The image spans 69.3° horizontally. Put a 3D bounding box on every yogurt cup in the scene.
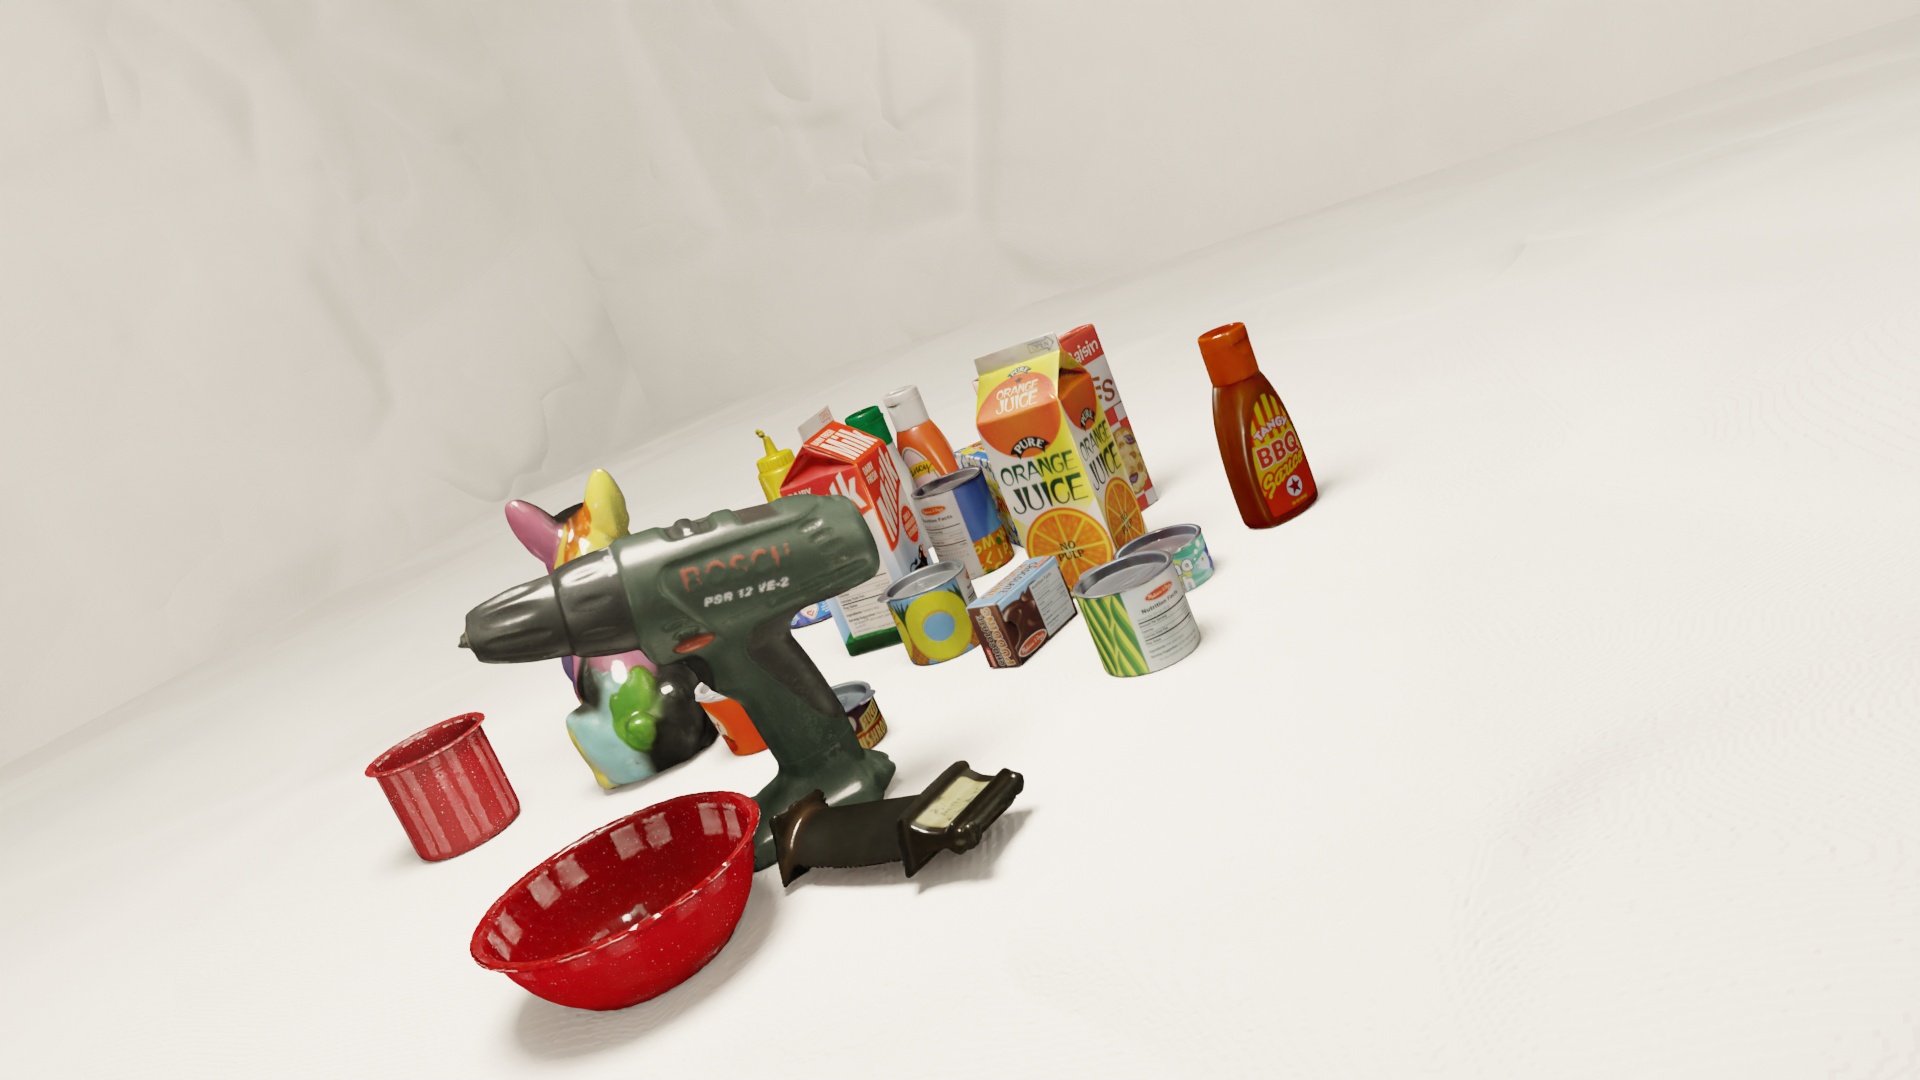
[{"bbox_3d":[-0.151,0.120,1.008,0.072,0.054,0.072,-21,14,5],"label":"yogurt cup"}]

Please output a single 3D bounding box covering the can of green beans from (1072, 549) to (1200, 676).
[{"bbox_3d":[0.112,0.046,0.878,0.071,0.057,0.071,-21,14,5],"label":"can of green beans"}]

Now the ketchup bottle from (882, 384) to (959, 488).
[{"bbox_3d":[-0.034,-0.082,1.392,0.064,0.148,0.044,-11,18,40],"label":"ketchup bottle"}]

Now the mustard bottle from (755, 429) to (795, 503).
[{"bbox_3d":[-0.173,-0.043,1.432,0.049,0.160,0.065,-26,14,-16],"label":"mustard bottle"}]

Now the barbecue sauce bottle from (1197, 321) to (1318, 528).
[{"bbox_3d":[0.216,-0.087,1.031,0.065,0.148,0.043,-30,15,-29],"label":"barbecue sauce bottle"}]

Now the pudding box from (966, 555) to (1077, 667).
[{"bbox_3d":[0.045,0.049,0.983,0.030,0.049,0.084,-11,18,40],"label":"pudding box"}]

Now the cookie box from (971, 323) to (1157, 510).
[{"bbox_3d":[0.091,-0.083,1.167,0.123,0.167,0.040,-33,17,-38],"label":"cookie box"}]

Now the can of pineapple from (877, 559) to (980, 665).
[{"bbox_3d":[-0.019,0.055,1.044,0.071,0.057,0.071,-21,14,5],"label":"can of pineapple"}]

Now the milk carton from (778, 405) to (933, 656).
[{"bbox_3d":[-0.083,-0.012,1.116,0.073,0.190,0.072,-17,14,20],"label":"milk carton"}]

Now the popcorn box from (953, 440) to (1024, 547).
[{"bbox_3d":[0.042,-0.045,1.270,0.038,0.085,0.127,-25,14,-13],"label":"popcorn box"}]

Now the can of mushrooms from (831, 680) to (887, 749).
[{"bbox_3d":[-0.083,0.124,0.930,0.071,0.033,0.071,-21,14,5],"label":"can of mushrooms"}]

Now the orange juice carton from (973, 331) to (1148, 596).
[{"bbox_3d":[0.073,-0.058,1.045,0.071,0.192,0.073,-14,15,29],"label":"orange juice carton"}]

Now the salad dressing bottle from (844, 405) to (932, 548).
[{"bbox_3d":[-0.069,-0.058,1.357,0.044,0.147,0.064,-22,13,-1],"label":"salad dressing bottle"}]

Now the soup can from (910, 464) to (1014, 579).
[{"bbox_3d":[0.004,-0.015,1.218,0.071,0.083,0.071,-21,14,5],"label":"soup can"}]

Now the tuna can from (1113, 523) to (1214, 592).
[{"bbox_3d":[0.146,0.017,0.989,0.071,0.032,0.071,-21,14,5],"label":"tuna can"}]
